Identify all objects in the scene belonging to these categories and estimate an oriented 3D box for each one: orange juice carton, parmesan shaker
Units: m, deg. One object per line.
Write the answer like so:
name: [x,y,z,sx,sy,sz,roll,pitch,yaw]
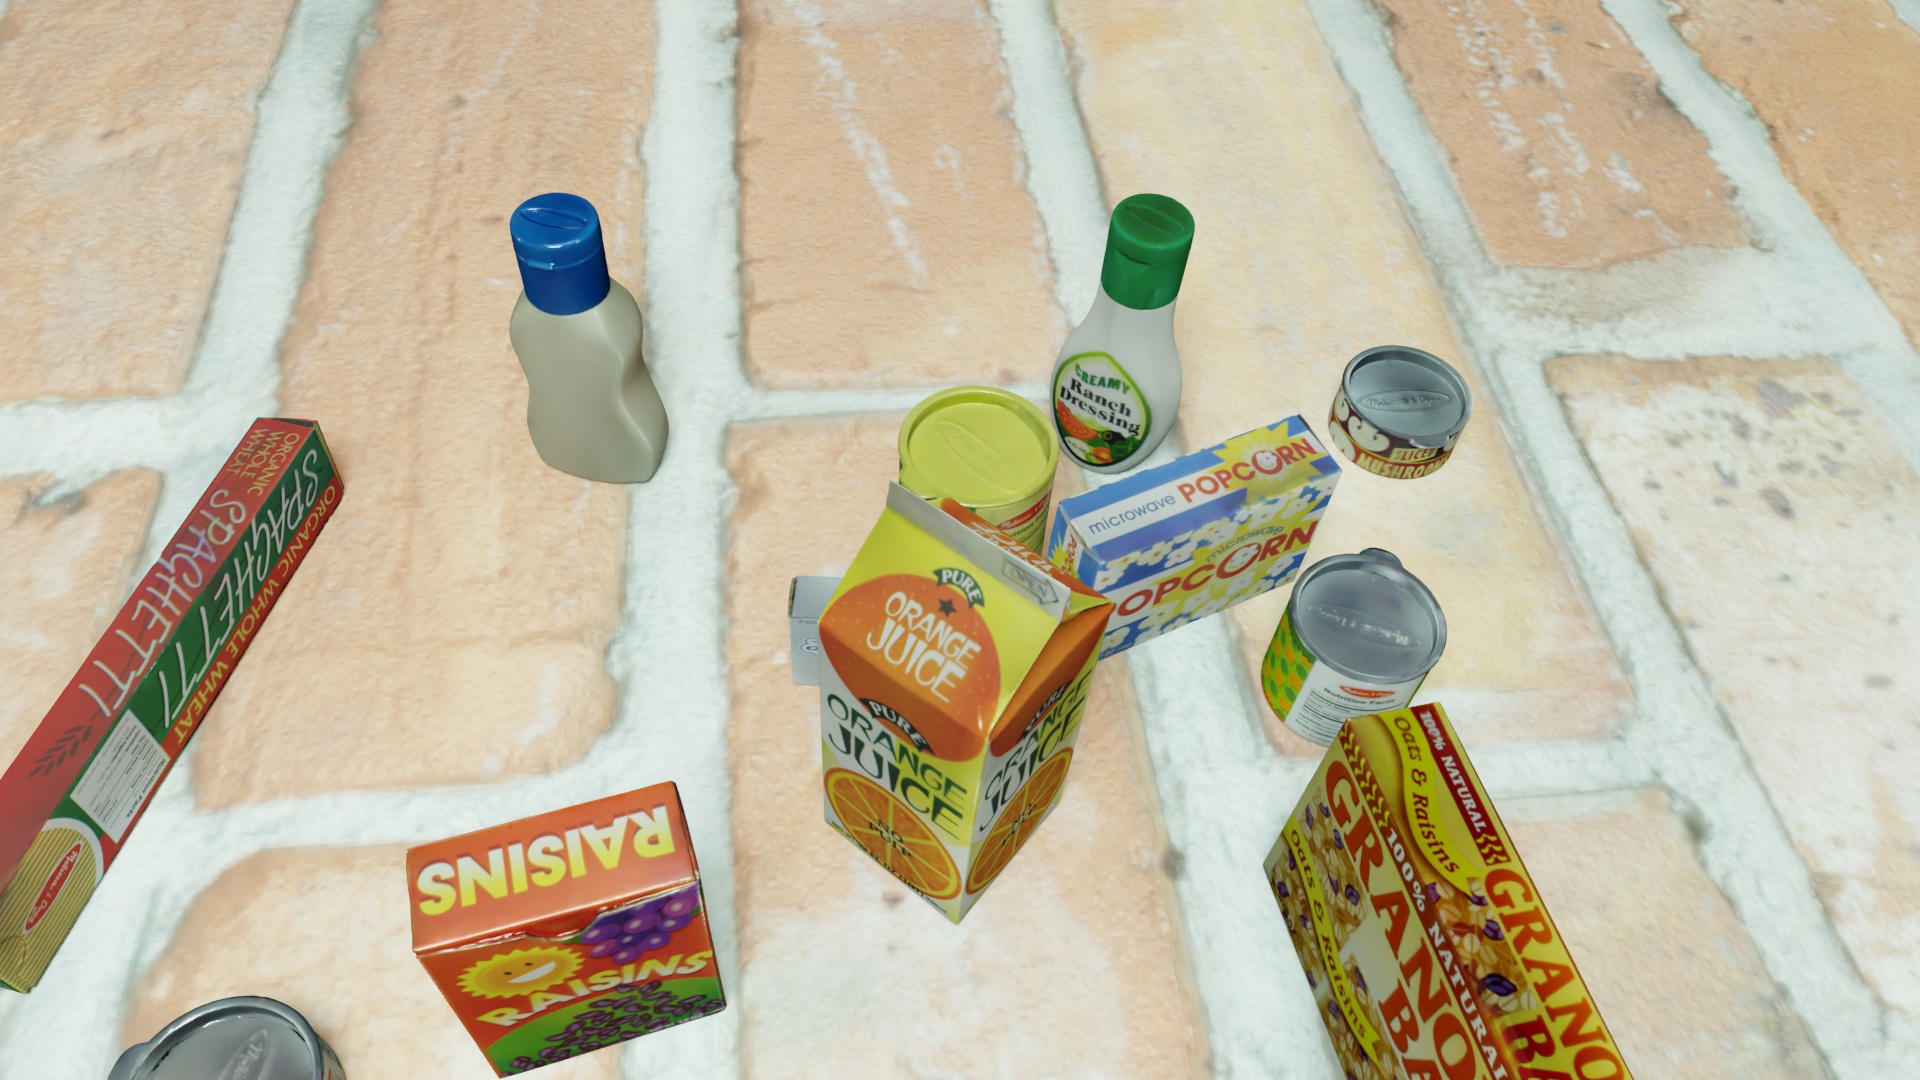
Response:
orange juice carton: [-0.001,0.055,0.501,0.072,0.191,0.073,34,57,20]
parmesan shaker: [0.002,-0.008,0.606,0.071,0.102,0.072,2,52,-3]

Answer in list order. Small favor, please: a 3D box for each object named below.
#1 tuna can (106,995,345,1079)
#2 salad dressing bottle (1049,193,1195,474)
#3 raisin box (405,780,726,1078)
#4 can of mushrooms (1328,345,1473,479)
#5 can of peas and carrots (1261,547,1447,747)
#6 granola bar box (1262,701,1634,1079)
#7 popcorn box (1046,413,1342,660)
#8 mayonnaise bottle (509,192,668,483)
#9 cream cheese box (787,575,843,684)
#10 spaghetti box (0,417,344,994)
tuna can: [-0.250,0.193,0.474,0.071,0.032,0.071,2,52,-3]
salad dressing bottle: [0.078,-0.094,0.651,0.064,0.146,0.044,29,56,17]
raisin box: [-0.129,0.135,0.471,0.086,0.122,0.040,-12,54,-14]
can of mushrooms: [0.225,-0.064,0.713,0.071,0.033,0.071,2,52,-3]
can of peas and carrots: [0.170,0.047,0.606,0.071,0.058,0.071,2,52,-3]
granola bar box: [0.165,0.158,0.478,0.039,0.123,0.166,-9,54,-11]
popcorn box: [0.099,0.001,0.619,0.127,0.084,0.038,-20,57,-19]
mayonnaise bottle: [-0.170,-0.087,0.625,0.065,0.147,0.041,11,52,4]
cream cheese box: [-0.021,0.041,0.598,0.104,0.053,0.024,3,52,-3]
spaghetti box: [-0.326,0.054,0.564,0.029,0.050,0.251,11,52,4]
